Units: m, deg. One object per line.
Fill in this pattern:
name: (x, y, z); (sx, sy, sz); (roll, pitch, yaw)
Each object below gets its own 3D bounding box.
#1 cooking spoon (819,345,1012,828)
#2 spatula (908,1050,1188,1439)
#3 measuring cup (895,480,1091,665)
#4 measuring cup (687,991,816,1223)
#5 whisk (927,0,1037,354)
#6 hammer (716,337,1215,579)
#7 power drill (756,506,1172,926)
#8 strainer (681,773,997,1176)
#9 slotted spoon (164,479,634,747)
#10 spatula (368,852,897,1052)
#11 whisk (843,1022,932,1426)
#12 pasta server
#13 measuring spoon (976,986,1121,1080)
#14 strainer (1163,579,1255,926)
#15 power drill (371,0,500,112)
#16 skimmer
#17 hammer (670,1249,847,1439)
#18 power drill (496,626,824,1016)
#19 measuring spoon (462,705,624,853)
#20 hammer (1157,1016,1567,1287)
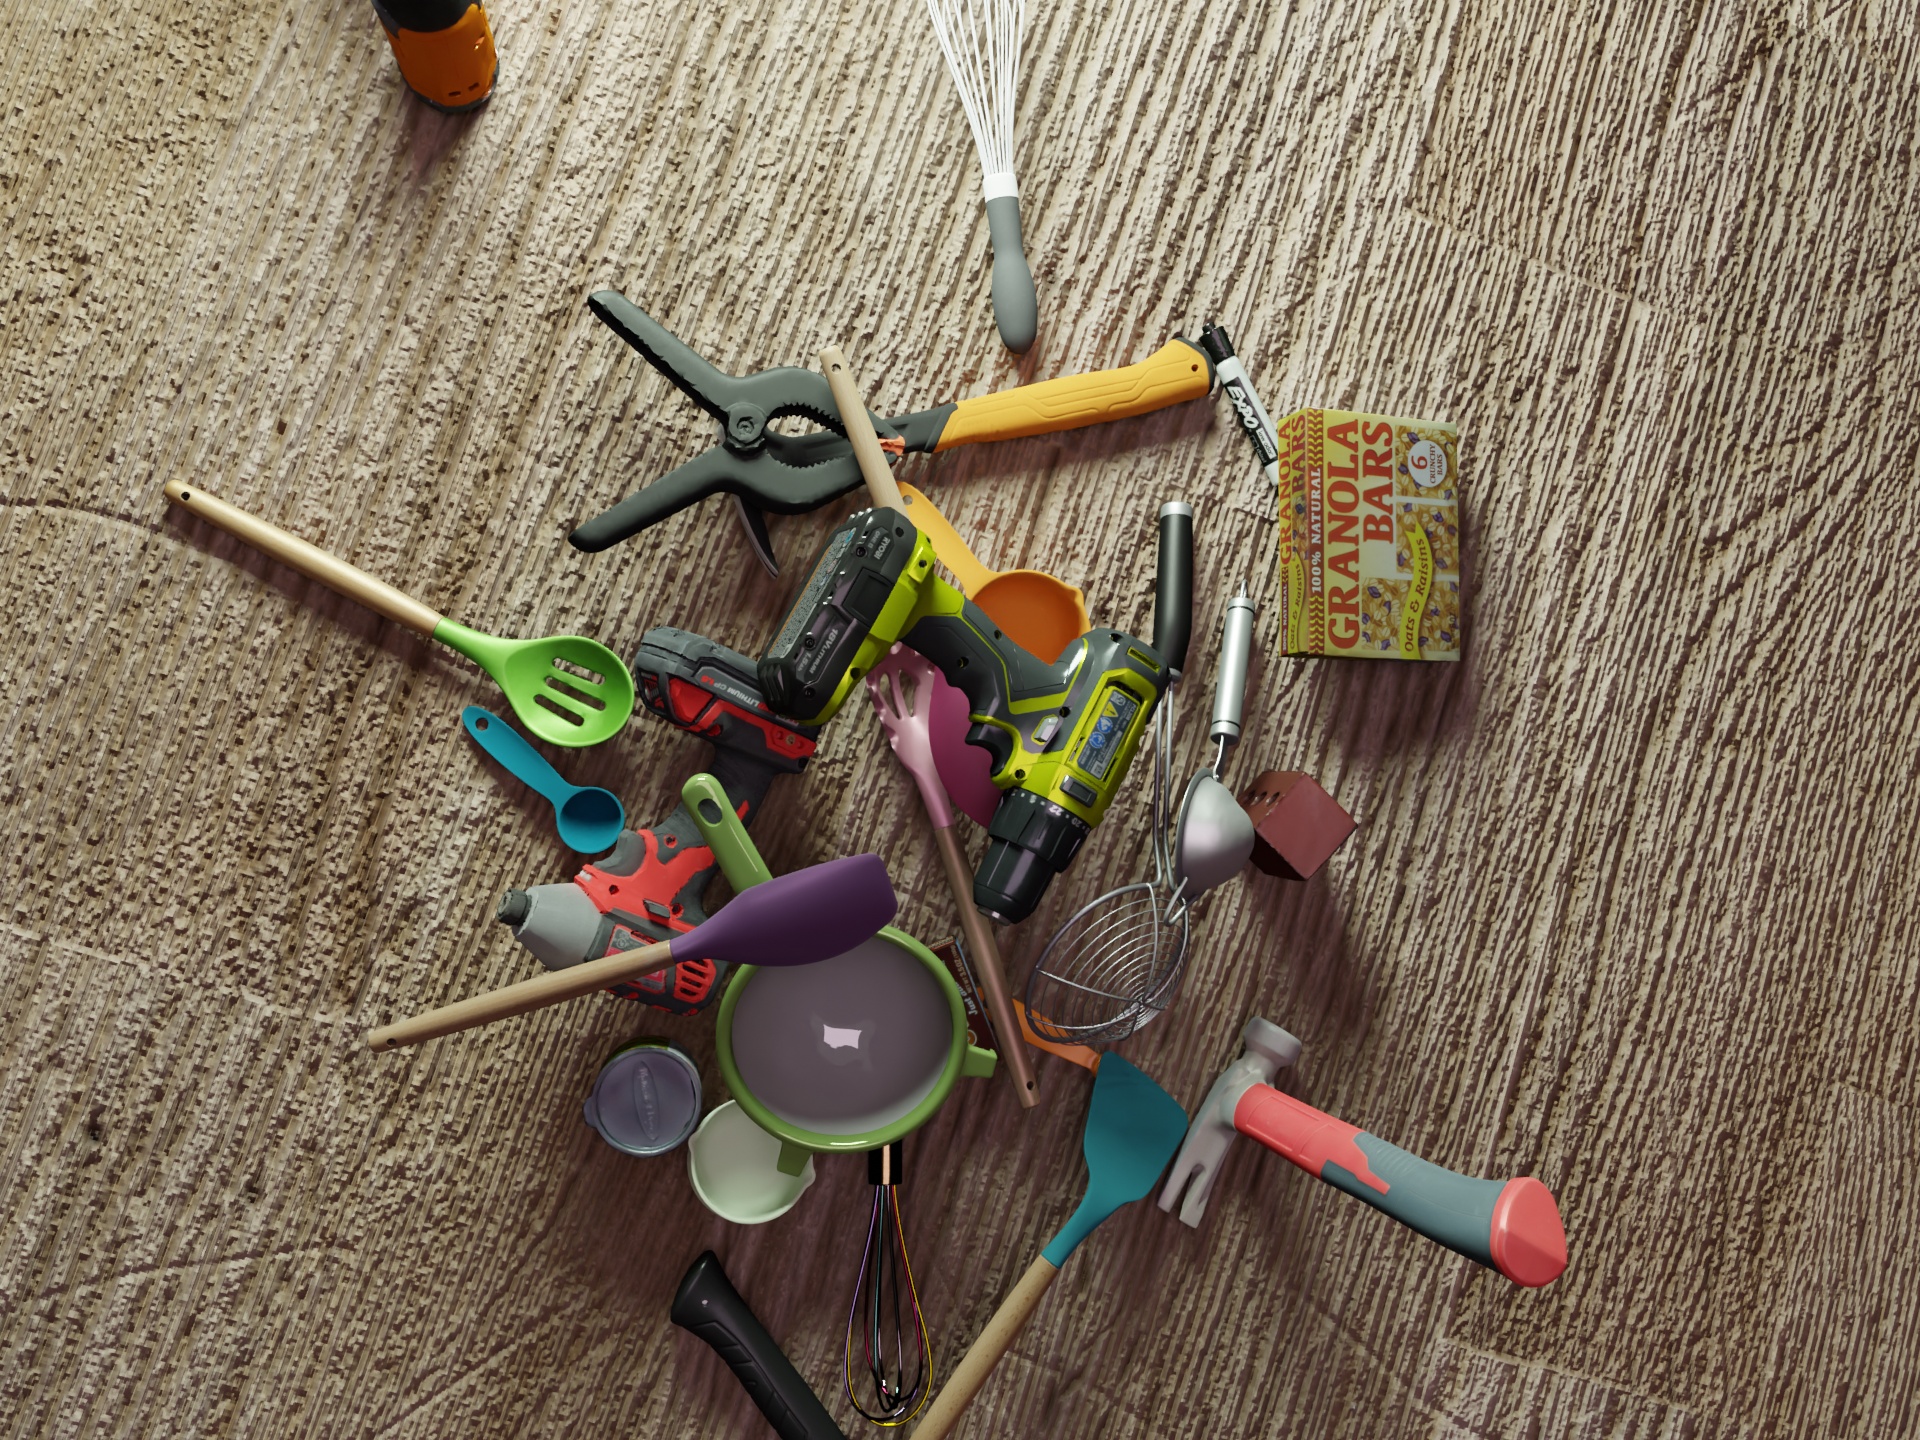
cooking spoon: (-0.023, -0.081, 0.995); (0.069, 0.017, 0.319); (-22, 97, -3)
spatula: (0.039, 0.363, 1.011); (0.082, 0.044, 0.317); (41, 79, -17)
measuring cup: (0.011, -0.085, 1.040); (0.095, 0.052, 0.173); (-41, 92, -6)
measuring cup: (-0.123, 0.235, 1.012); (0.083, 0.038, 0.168); (20, 66, -12)
whisk: (0.024, -0.387, 1.064); (0.070, 0.070, 0.284); (-8, 93, -10)
hammer: (0.012, -0.191, 1.057); (0.337, 0.034, 0.127); (-14, 88, -10)
power drill: (-0.002, -0.003, 0.952); (0.228, 0.080, 0.190); (32, 79, -19)
strainer: (-0.097, 0.139, 0.970); (0.151, 0.069, 0.256); (-28, 101, 2)
slotted spoon: (-0.348, -0.072, 0.991); (0.313, 0.031, 0.070); (28, 82, -5)
spatula: (-0.190, 0.144, 0.921); (0.316, 0.018, 0.059); (-16, 110, 0)
whisk: (-0.044, 0.316, 1.007); (0.047, 0.051, 0.245); (-7, 77, 28)
pasta server: (0.001, 0.094, 1.021); (0.060, 0.040, 0.316); (-14, 83, -25)
measuring spoon: (0.056, 0.208, 1.051); (0.117, 0.011, 0.021); (30, 82, -6)
strainer: (0.173, 0.015, 1.033); (0.050, 0.086, 0.259); (-1, 59, 24)
power drill: (-0.351, -0.501, 0.949); (0.084, 0.164, 0.226); (-25, 89, -10)
skimmer: (0.109, 0.032, 1.054); (0.127, 0.090, 0.363); (21, 68, -45)
hammer: (-0.068, 0.474, 1.002); (0.146, 0.035, 0.335); (-36, 93, -9)
power drill: (-0.181, 0.061, 0.970); (0.143, 0.079, 0.220); (26, 84, -30)
measuring spoon: (-0.265, 0.036, 1.007); (0.128, 0.021, 0.042); (41, 79, 4)
hammer: (0.209, 0.258, 0.884); (0.038, 0.386, 0.143); (31, 82, -7)
